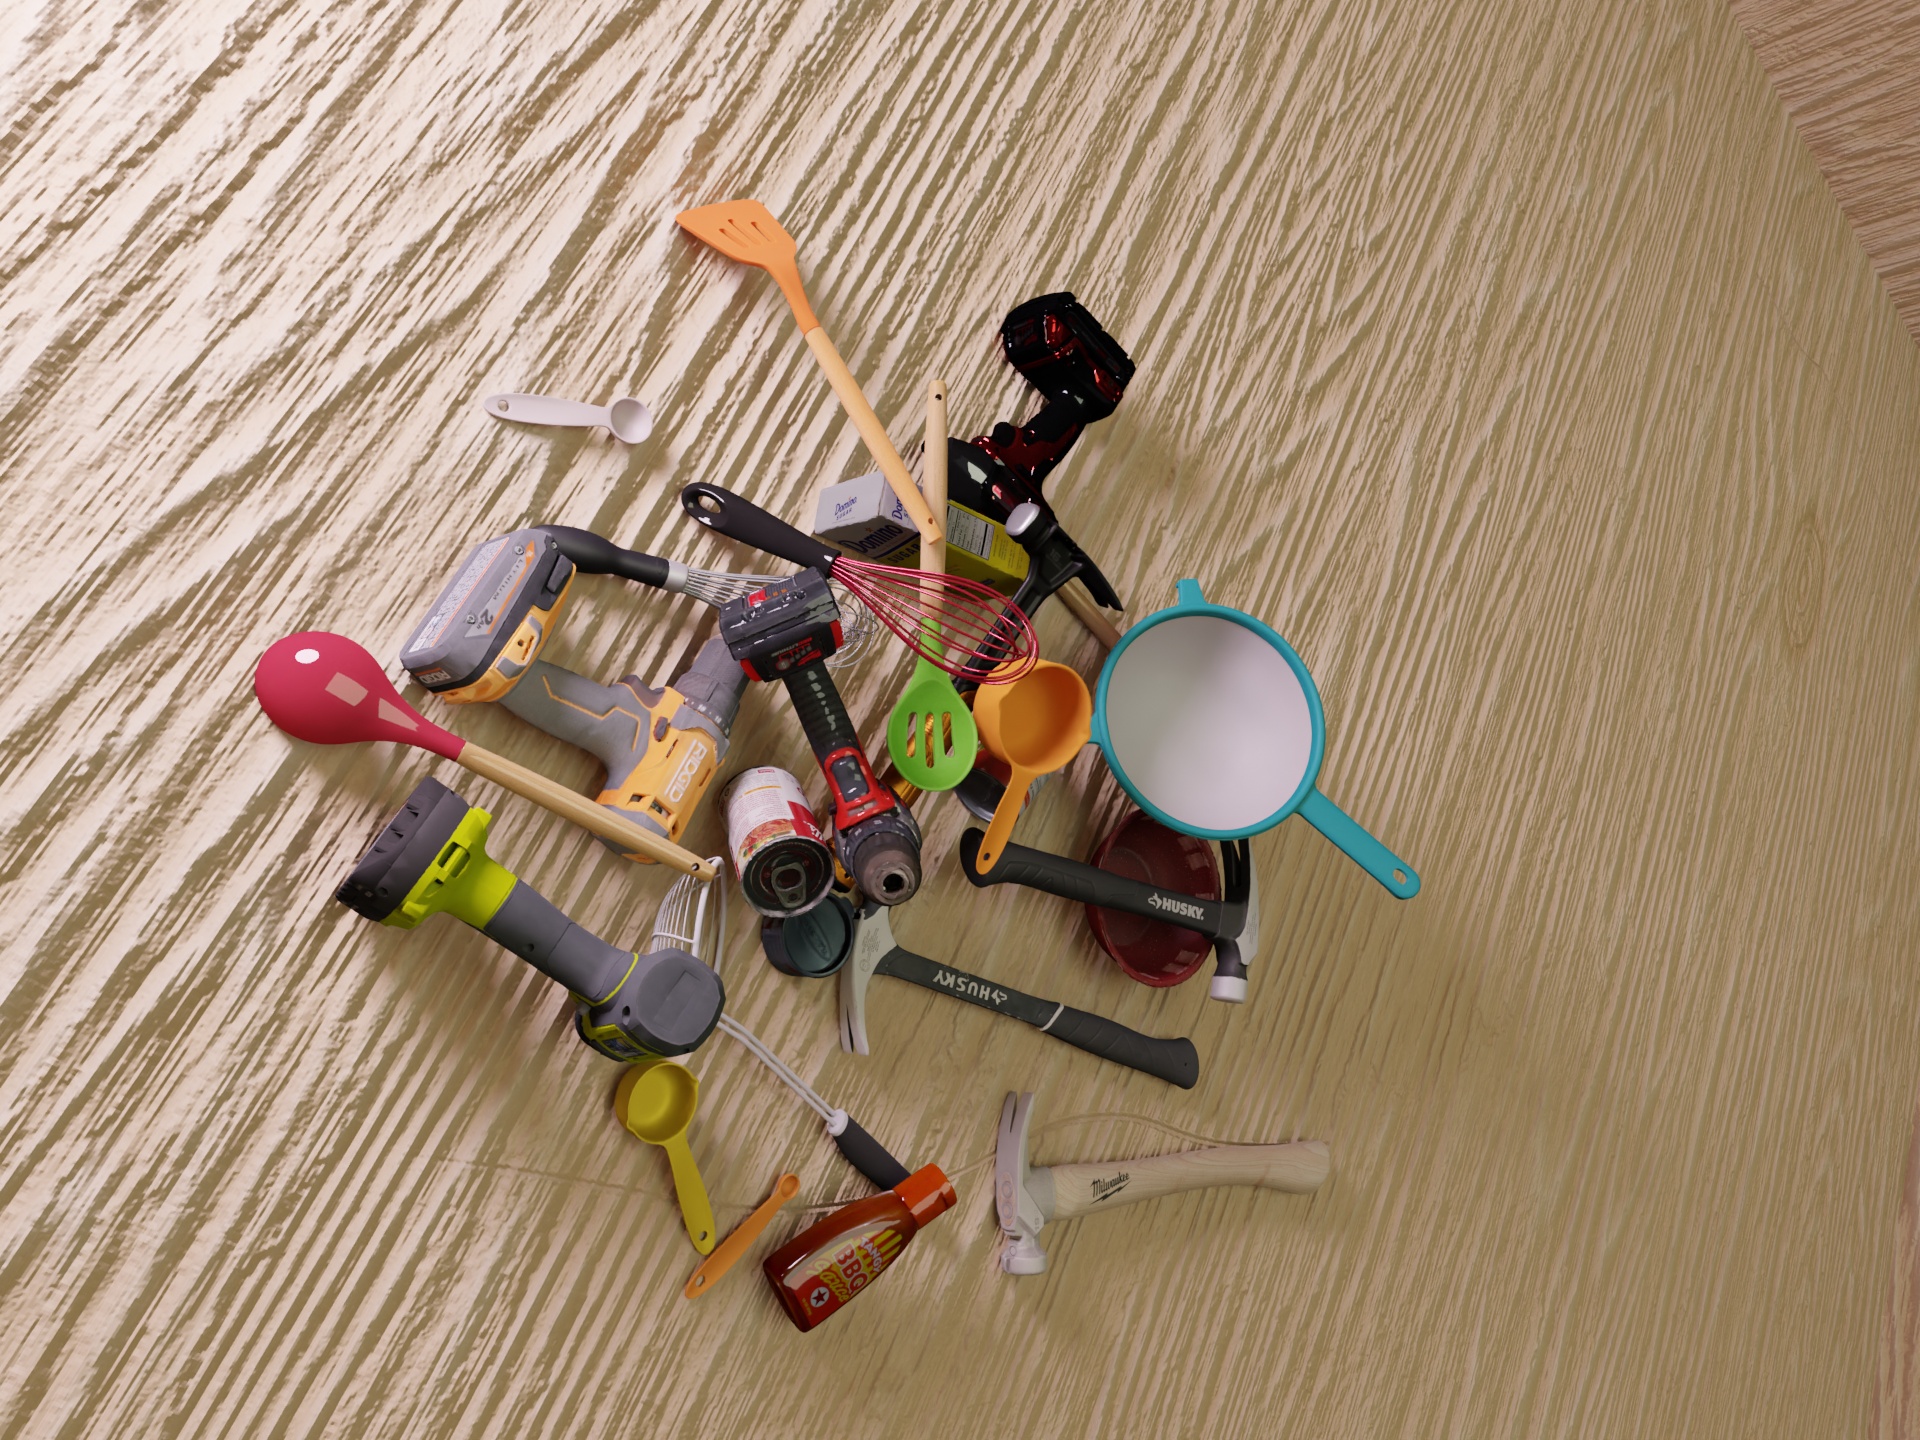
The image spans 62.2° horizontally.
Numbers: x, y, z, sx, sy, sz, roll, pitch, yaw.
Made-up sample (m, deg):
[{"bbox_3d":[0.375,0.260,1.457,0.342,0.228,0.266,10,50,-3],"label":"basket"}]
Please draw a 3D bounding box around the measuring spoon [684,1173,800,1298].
[{"bbox_3d":[-0.161,0.376,1.163,0.117,0.011,0.021,-43,124,-31],"label":"measuring spoon"}]

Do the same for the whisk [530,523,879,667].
[{"bbox_3d":[-0.183,-0.099,1.176,0.284,0.070,0.070,15,75,-33],"label":"whisk"}]

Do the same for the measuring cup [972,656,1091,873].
[{"bbox_3d":[0.037,0.033,1.243,0.095,0.052,0.173,21,93,-35],"label":"measuring cup"}]

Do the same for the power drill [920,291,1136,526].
[{"bbox_3d":[0.054,-0.257,1.379,0.143,0.078,0.220,40,64,-29],"label":"power drill"}]

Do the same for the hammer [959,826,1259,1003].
[{"bbox_3d":[0.134,0.140,1.345,0.334,0.035,0.146,19,73,-36],"label":"hammer"}]

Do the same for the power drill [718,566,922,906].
[{"bbox_3d":[-0.087,0.017,1.103,0.080,0.188,0.226,-23,103,-3],"label":"power drill"}]

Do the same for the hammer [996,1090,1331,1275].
[{"bbox_3d":[0.195,0.400,1.437,0.410,0.038,0.146,7,79,-39],"label":"hammer"}]

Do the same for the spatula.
[{"bbox_3d":[-0.103,-0.269,1.207,0.081,0.041,0.322,-27,84,-37],"label":"spatula"}]

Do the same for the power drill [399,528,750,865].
[{"bbox_3d":[-0.246,-0.035,1.100,0.226,0.084,0.185,45,56,-31],"label":"power drill"}]

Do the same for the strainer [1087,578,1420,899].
[{"bbox_3d":[0.256,0.050,1.409,0.340,0.095,0.211,40,69,-3],"label":"strainer"}]

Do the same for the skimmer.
[{"bbox_3d":[-0.105,0.251,1.171,0.363,0.090,0.127,51,23,-26],"label":"skimmer"}]

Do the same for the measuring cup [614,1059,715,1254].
[{"bbox_3d":[-0.205,0.311,1.129,0.062,0.029,0.156,-28,114,-38],"label":"measuring cup"}]

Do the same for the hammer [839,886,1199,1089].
[{"bbox_3d":[0.062,0.251,1.346,0.408,0.036,0.149,26,69,-35],"label":"hammer"}]

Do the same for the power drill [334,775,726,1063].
[{"bbox_3d":[-0.271,0.141,1.006,0.228,0.190,0.080,37,63,-14],"label":"power drill"}]

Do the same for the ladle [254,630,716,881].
[{"bbox_3d":[-0.298,0.033,1.023,0.315,0.031,0.069,29,81,-18],"label":"ladle"}]

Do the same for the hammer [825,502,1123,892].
[{"bbox_3d":[-0.002,-0.004,1.260,0.127,0.034,0.337,42,79,-34],"label":"hammer"}]

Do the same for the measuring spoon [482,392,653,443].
[{"bbox_3d":[-0.281,-0.218,1.137,0.124,0.018,0.034,1,84,-33],"label":"measuring spoon"}]

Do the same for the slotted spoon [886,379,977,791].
[{"bbox_3d":[-0.020,-0.103,1.211,0.070,0.031,0.314,2,88,-10],"label":"slotted spoon"}]

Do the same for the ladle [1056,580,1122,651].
[{"bbox_3d":[0.180,-0.040,1.467,0.320,0.062,0.078,45,66,-23],"label":"ladle"}]

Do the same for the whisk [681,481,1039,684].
[{"bbox_3d":[-0.076,-0.107,1.172,0.296,0.073,0.073,26,62,8],"label":"whisk"}]
